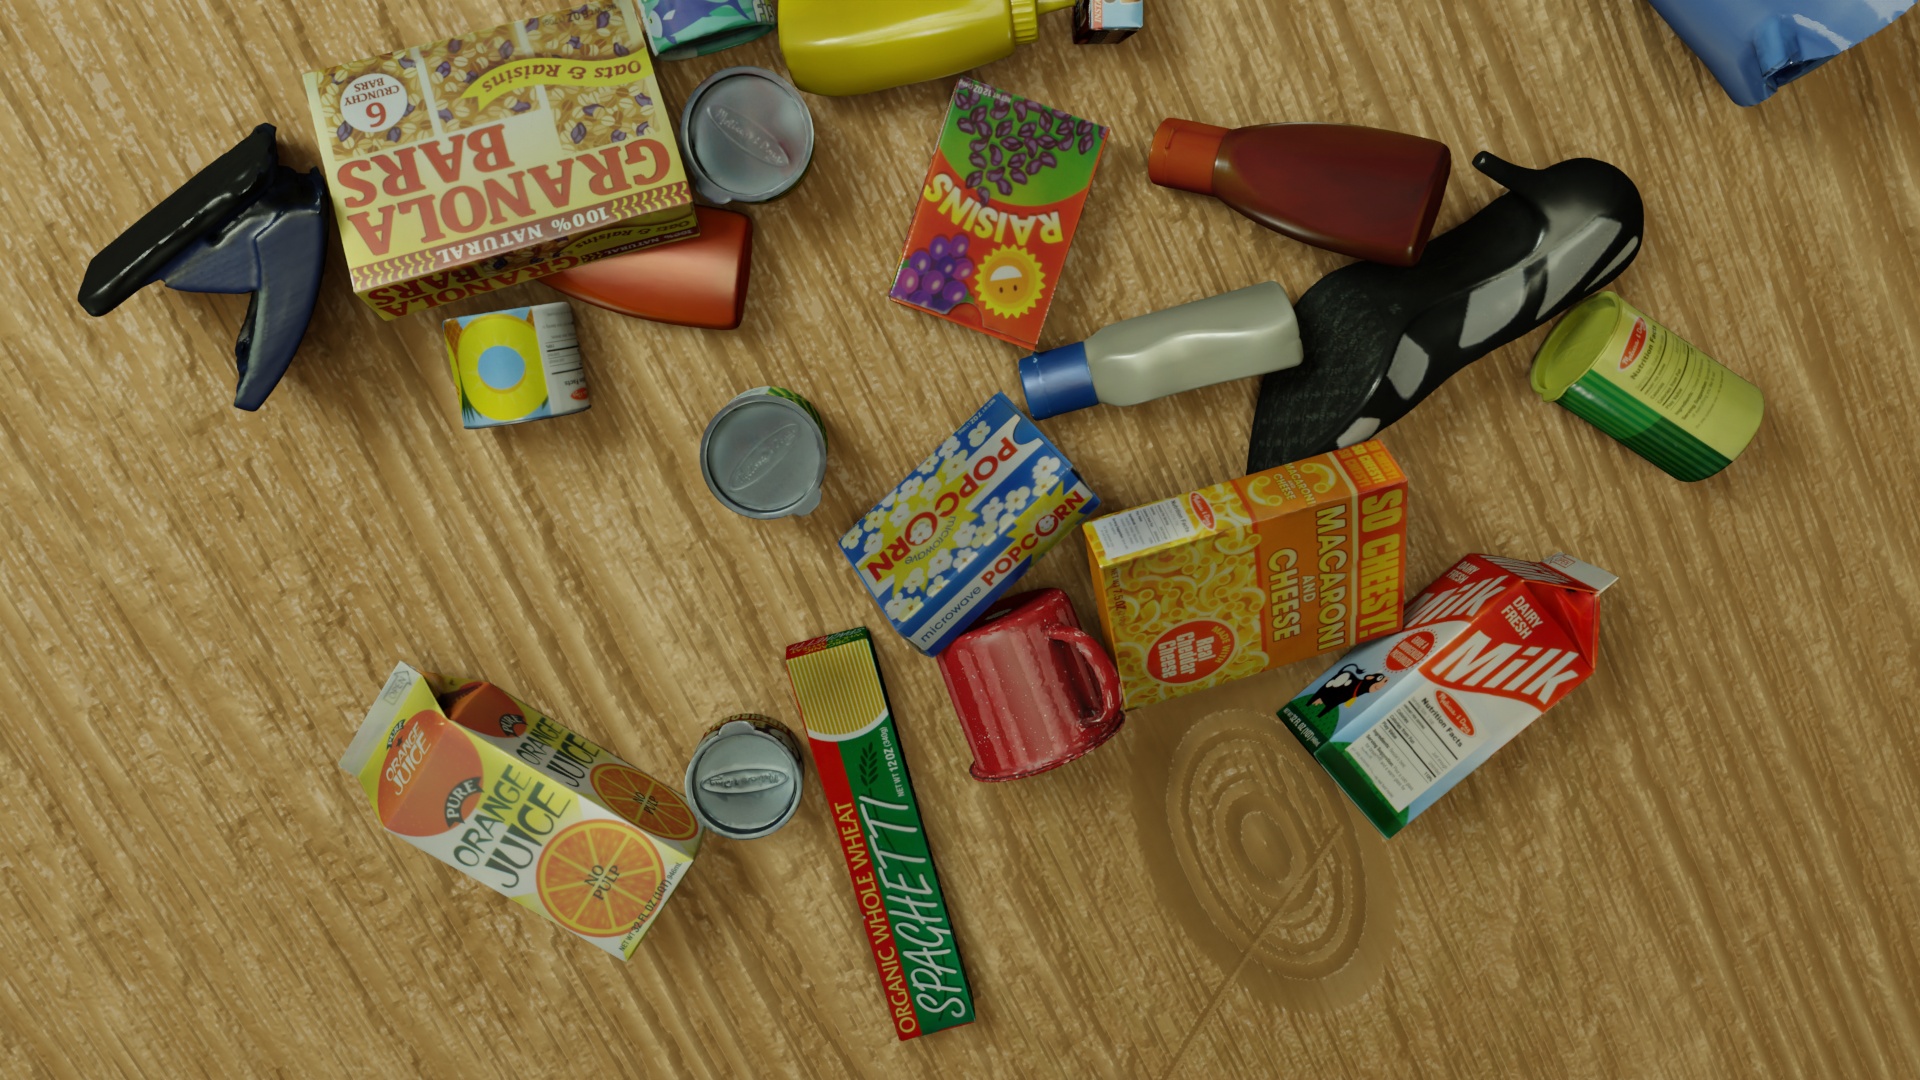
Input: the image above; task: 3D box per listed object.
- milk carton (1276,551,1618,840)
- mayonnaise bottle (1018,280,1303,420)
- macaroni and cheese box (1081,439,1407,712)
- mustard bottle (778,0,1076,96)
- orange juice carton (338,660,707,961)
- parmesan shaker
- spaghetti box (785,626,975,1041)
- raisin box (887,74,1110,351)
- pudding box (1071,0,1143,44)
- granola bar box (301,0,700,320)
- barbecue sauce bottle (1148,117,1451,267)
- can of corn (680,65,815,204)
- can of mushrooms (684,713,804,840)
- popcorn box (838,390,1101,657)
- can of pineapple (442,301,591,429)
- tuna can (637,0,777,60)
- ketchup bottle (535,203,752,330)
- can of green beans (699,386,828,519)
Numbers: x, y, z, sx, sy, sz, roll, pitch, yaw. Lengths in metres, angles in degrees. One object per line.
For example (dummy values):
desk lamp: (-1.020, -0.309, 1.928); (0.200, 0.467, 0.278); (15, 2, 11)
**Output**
milk carton: (0.285, 0.075, 0.797); (0.190, 0.072, 0.073); (-41, 102, 5)
mayonnaise bottle: (0.107, -0.101, 0.758); (0.148, 0.065, 0.041); (-14, 118, 9)
macaroni and cheese box: (0.158, 0.020, 0.767); (0.166, 0.040, 0.123); (-16, 133, -2)
mustard bottle: (-0.011, -0.267, 0.708); (0.160, 0.048, 0.065); (-5, 66, 7)
orange juice carton: (-0.243, 0.145, 0.771); (0.192, 0.073, 0.071); (32, 97, -9)
parmesan shaker: (0.382, -0.082, 0.778); (0.103, 0.071, 0.071); (30, 97, -10)
spaghetti box: (-0.045, 0.175, 0.813); (0.050, 0.029, 0.249); (-15, 101, 0)
raisin box: (0.019, -0.175, 0.748); (0.086, 0.040, 0.123); (18, 99, -8)
pudding box: (0.076, -0.305, 0.723); (0.030, 0.050, 0.083); (-2, 101, -5)
granola bar box: (-0.228, -0.193, 0.698); (0.166, 0.039, 0.124); (-17, 77, -7)
barbecue sauce bottle: (0.173, -0.189, 0.723); (0.148, 0.043, 0.065); (19, 86, 23)
can of corn: (-0.110, -0.207, 0.723); (0.071, 0.058, 0.071); (-1, 101, -4)
can of mushrooms: (-0.123, 0.132, 0.797); (0.071, 0.033, 0.071); (-1, 101, -3)
popcorn box: (0.003, -0.009, 0.752); (0.126, 0.085, 0.038); (-43, 132, 4)
can of pineapple: (-0.235, -0.092, 0.731); (0.071, 0.071, 0.057); (-9, 101, -2)
tuna can: (-0.126, -0.270, 0.706); (0.071, 0.071, 0.032); (-16, 103, -1)
ketchup bottle: (-0.187, -0.152, 0.735); (0.149, 0.043, 0.064); (7, 94, -5)
can of green beans: (-0.105, -0.048, 0.753); (0.071, 0.058, 0.071); (-1, 100, -4)
